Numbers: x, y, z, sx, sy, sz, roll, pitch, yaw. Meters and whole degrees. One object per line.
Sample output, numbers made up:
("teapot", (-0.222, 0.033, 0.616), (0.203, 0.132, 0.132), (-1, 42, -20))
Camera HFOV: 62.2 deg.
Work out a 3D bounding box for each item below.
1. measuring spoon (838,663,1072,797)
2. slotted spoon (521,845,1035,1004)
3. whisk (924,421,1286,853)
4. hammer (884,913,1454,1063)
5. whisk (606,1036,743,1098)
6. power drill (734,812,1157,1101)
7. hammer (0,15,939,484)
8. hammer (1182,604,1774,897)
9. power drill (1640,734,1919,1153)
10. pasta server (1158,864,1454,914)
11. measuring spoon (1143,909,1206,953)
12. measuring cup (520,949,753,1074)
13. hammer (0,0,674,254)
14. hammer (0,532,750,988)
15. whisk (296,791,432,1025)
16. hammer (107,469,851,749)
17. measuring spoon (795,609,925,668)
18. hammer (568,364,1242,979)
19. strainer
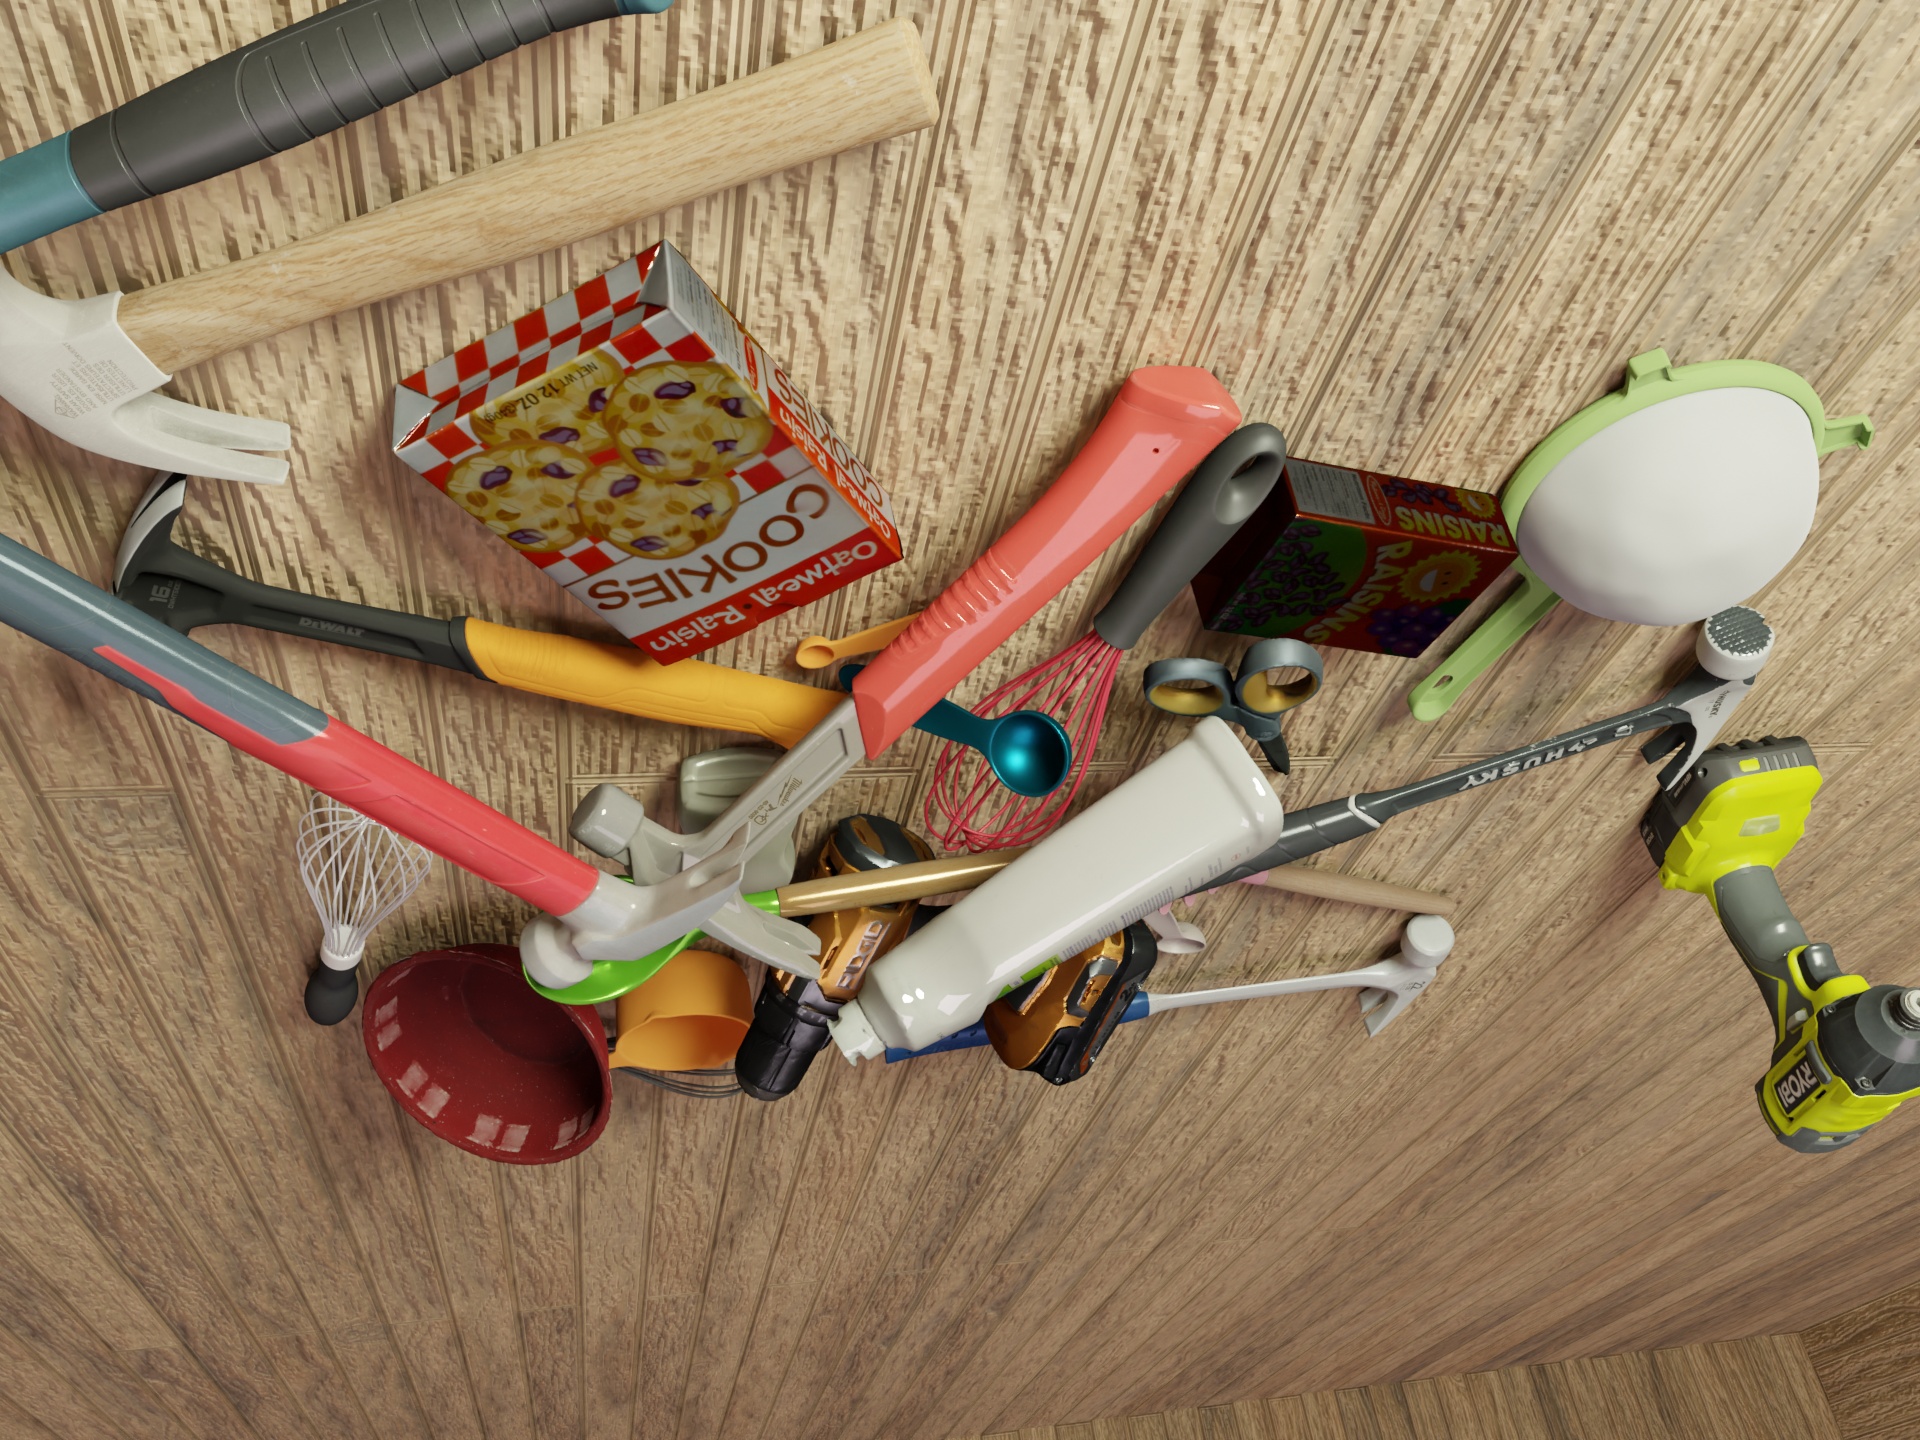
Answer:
("measuring spoon", (-0.001, -0.002, 0.765), (0.021, 0.129, 0.042), (-27, 136, -57))
("slotted spoon", (-0.071, 0.094, 0.839), (0.313, 0.031, 0.070), (-8, 113, -15))
("whisk", (0.064, -0.030, 0.764), (0.073, 0.073, 0.295), (11, 135, -28))
("hammer", (0.145, 0.208, 1.156), (0.405, 0.035, 0.144), (-6, 146, -6))
("whisk", (-0.246, 0.223, 1.069), (0.239, 0.055, 0.055), (8, 143, -18))
("power drill", (-0.015, 0.161, 0.956), (0.226, 0.084, 0.185), (17, 112, -33))
("hammer", (-0.167, -0.160, 0.526), (0.331, 0.031, 0.129), (-16, 146, 8))
("hammer", (0.247, 0.047, 0.903), (0.409, 0.036, 0.149), (-18, 148, 0))
("power drill", (0.504, 0.128, 0.959), (0.080, 0.223, 0.171), (-9, 147, -2))
("pasta server", (0.209, 0.109, 1.023), (0.316, 0.060, 0.040), (12, 104, -34))
("measuring spoon", (0.132, 0.125, 1.042), (0.034, 0.018, 0.124), (-8, 150, 21))
("measuring cup", (-0.217, 0.194, 1.025), (0.173, 0.052, 0.095), (-15, 146, 11))
("hammer", (-0.233, -0.160, 0.450), (0.331, 0.128, 0.033), (-22, 147, 1))
("hammer", (-0.266, -0.003, 0.639), (0.143, 0.038, 0.386), (-29, 130, 32))
("whisk", (-0.334, 0.112, 0.870), (0.070, 0.070, 0.284), (6, 148, -23))
("hammer", (-0.190, -0.032, 0.709), (0.336, 0.034, 0.127), (12, 142, -30))
("measuring spoon", (-0.023, -0.047, 0.755), (0.117, 0.011, 0.021), (-16, 147, 2))
("hammer", (-0.012, -0.018, 0.712), (0.149, 0.037, 0.359), (36, 117, -26))
("strainer", (0.308, -0.059, 0.769), (0.151, 0.069, 0.256), (8, 141, -26))
